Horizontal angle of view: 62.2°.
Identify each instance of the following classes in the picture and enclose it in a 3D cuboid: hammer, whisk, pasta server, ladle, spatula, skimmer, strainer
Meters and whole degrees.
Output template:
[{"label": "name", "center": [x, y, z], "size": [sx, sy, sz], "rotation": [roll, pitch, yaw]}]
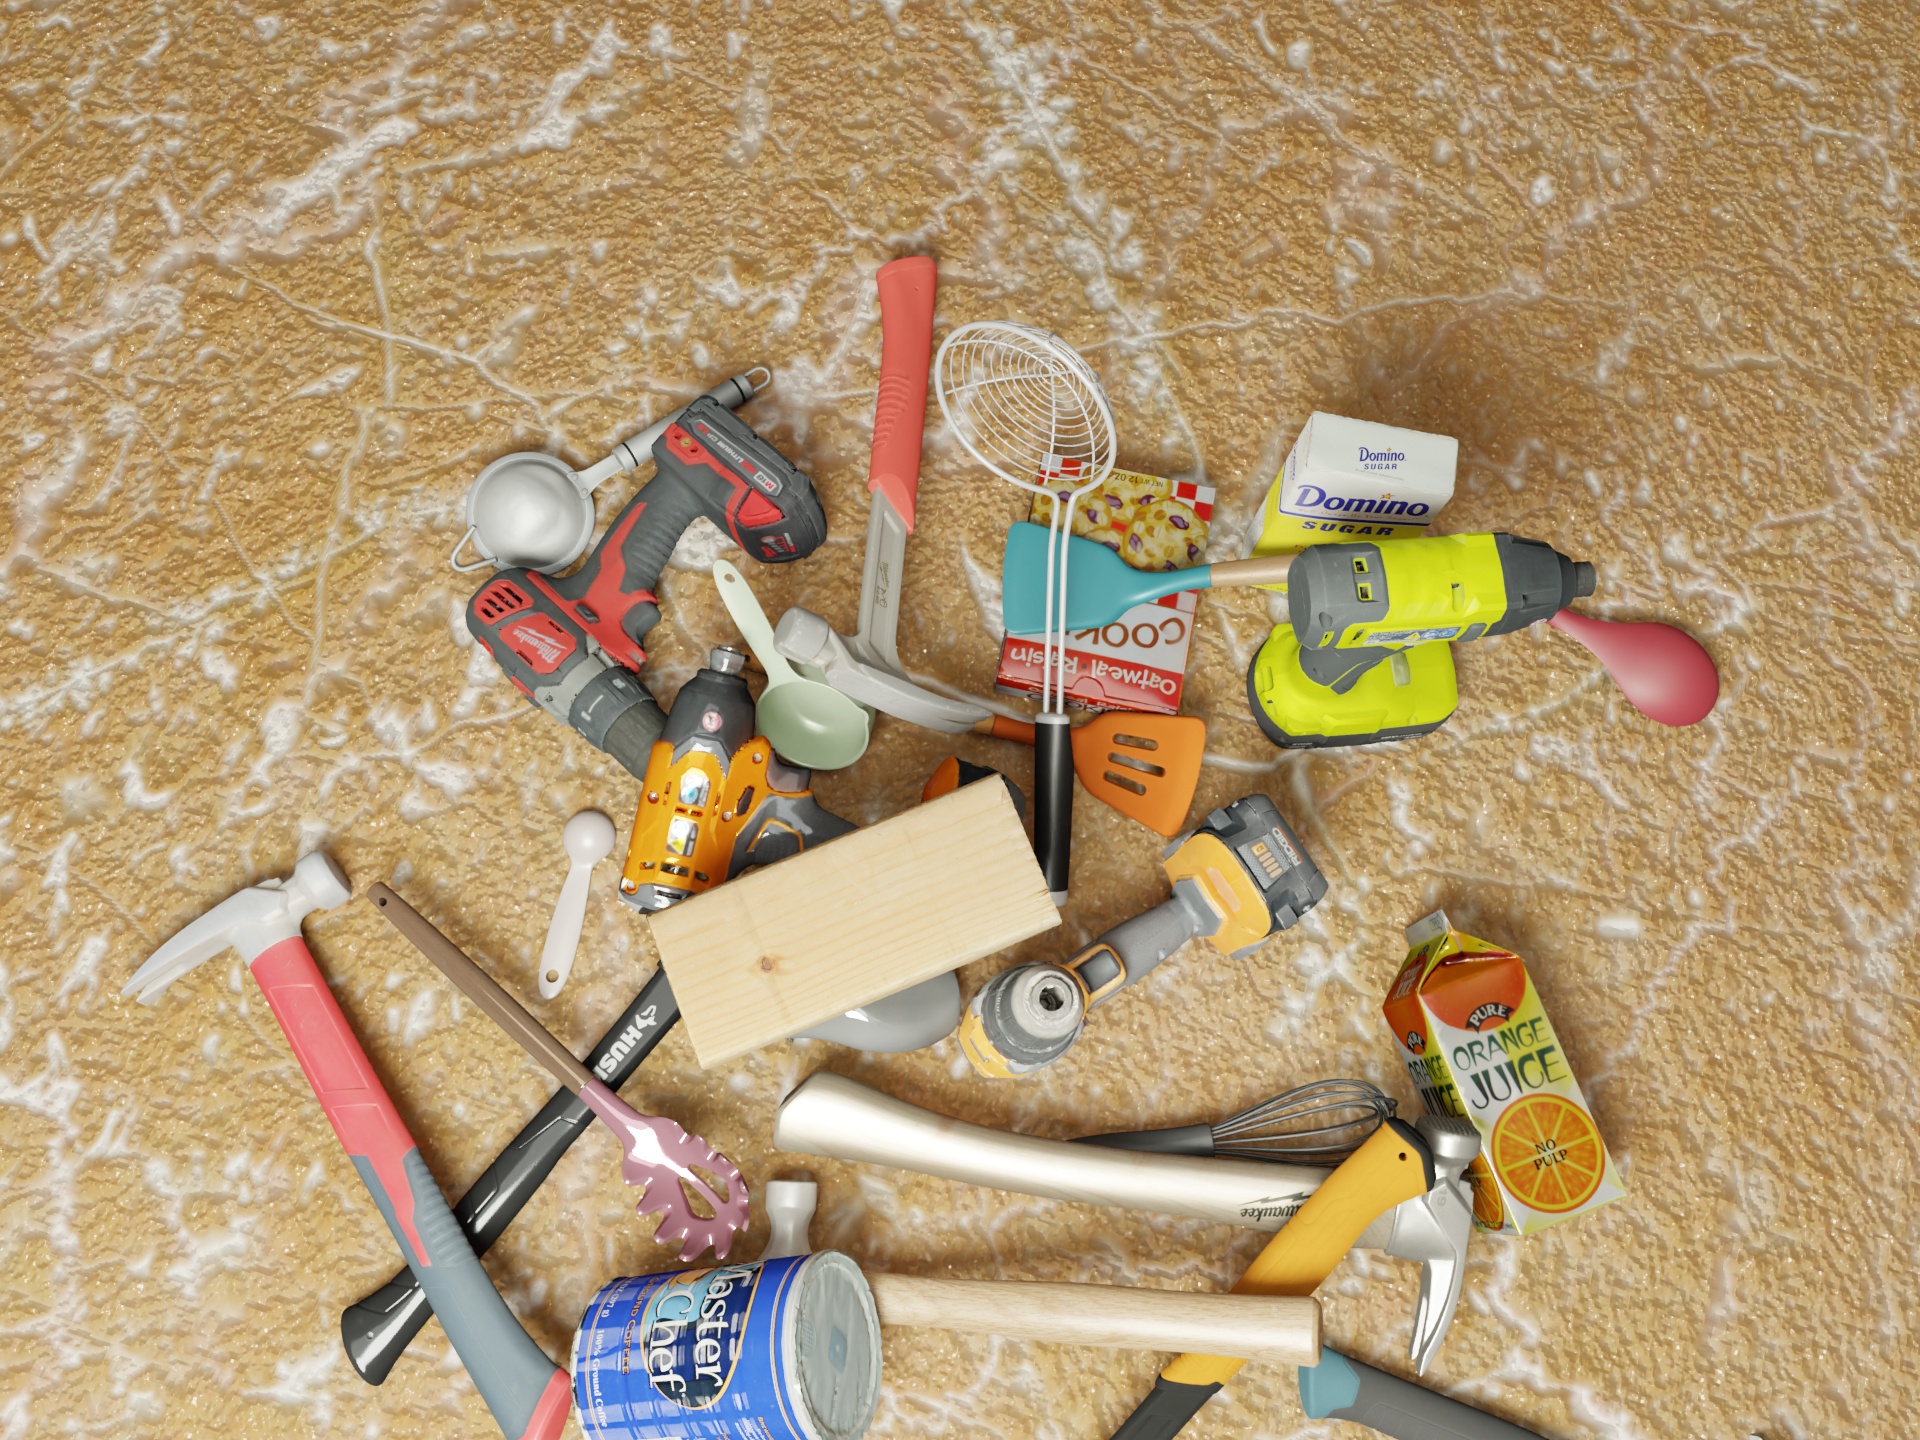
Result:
[{"label": "hammer", "center": [-0.350, 0.262, 0.930], "size": [0.143, 0.038, 0.387], "rotation": [-34, 68, -10]}, {"label": "hammer", "center": [0.091, 0.280, 0.945], "size": [0.410, 0.038, 0.146], "rotation": [8, 93, 4]}, {"label": "whisk", "center": [0.152, 0.259, 0.980], "size": [0.239, 0.055, 0.055], "rotation": [-9, 74, 0]}, {"label": "hammer", "center": [-0.245, 0.255, 0.967], "size": [0.146, 0.035, 0.335], "rotation": [37, 75, 9]}, {"label": "pasta server", "center": [-0.245, 0.200, 0.947], "size": [0.316, 0.040, 0.060], "rotation": [39, 87, 12]}, {"label": "hammer", "center": [0.140, 0.352, 0.905], "size": [0.127, 0.034, 0.337], "rotation": [42, 94, 10]}, {"label": "hammer", "center": [0.355, 0.446, 0.935], "size": [0.331, 0.033, 0.128], "rotation": [21, 74, 4]}, {"label": "ladle", "center": [0.381, -0.089, 1.102], "size": [0.315, 0.031, 0.069], "rotation": [29, 75, 8]}, {"label": "hammer", "center": [-0.036, -0.168, 1.065], "size": [0.149, 0.036, 0.359], "rotation": [24, 54, -30]}, {"label": "hammer", "center": [0.036, 0.336, 0.901], "size": [0.331, 0.031, 0.130], "rotation": [-2, 74, 19]}, {"label": "spatula", "center": [-0.002, -0.003, 1.051], "size": [0.322, 0.041, 0.081], "rotation": [15, 95, 4]}, {"label": "skimmer", "center": [0.039, -0.059, 0.985], "size": [0.127, 0.090, 0.363], "rotation": [7, 100, 42]}, {"label": "strainer", "center": [-0.239, -0.179, 1.097], "size": [0.258, 0.050, 0.087], "rotation": [-35, 93, -15]}, {"label": "spatula", "center": [0.184, -0.098, 1.014], "size": [0.317, 0.044, 0.082], "rotation": [-4, 68, 20]}]

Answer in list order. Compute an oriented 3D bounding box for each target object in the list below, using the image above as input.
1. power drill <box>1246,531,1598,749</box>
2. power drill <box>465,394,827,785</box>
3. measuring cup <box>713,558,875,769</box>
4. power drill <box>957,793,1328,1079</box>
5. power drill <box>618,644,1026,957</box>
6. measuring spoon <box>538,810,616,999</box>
[{"label": "power drill", "center": [0.273, -0.051, 0.982], "size": [0.171, 0.223, 0.080], "rotation": [-4, 74, -4]}, {"label": "power drill", "center": [-0.188, -0.080, 1.044], "size": [0.188, 0.080, 0.227], "rotation": [41, 79, 16]}, {"label": "measuring cup", "center": [-0.110, -0.042, 1.010], "size": [0.083, 0.167, 0.038], "rotation": [-12, 34, 24]}, {"label": "power drill", "center": [0.104, 0.133, 0.943], "size": [0.226, 0.185, 0.084], "rotation": [-30, 78, -14]}, {"label": "power drill", "center": [-0.081, 0.053, 0.977], "size": [0.226, 0.084, 0.164], "rotation": [13, 91, -10]}, {"label": "measuring spoon", "center": [-0.250, 0.116, 1.017], "size": [0.034, 0.018, 0.124], "rotation": [11, 74, 1]}]
